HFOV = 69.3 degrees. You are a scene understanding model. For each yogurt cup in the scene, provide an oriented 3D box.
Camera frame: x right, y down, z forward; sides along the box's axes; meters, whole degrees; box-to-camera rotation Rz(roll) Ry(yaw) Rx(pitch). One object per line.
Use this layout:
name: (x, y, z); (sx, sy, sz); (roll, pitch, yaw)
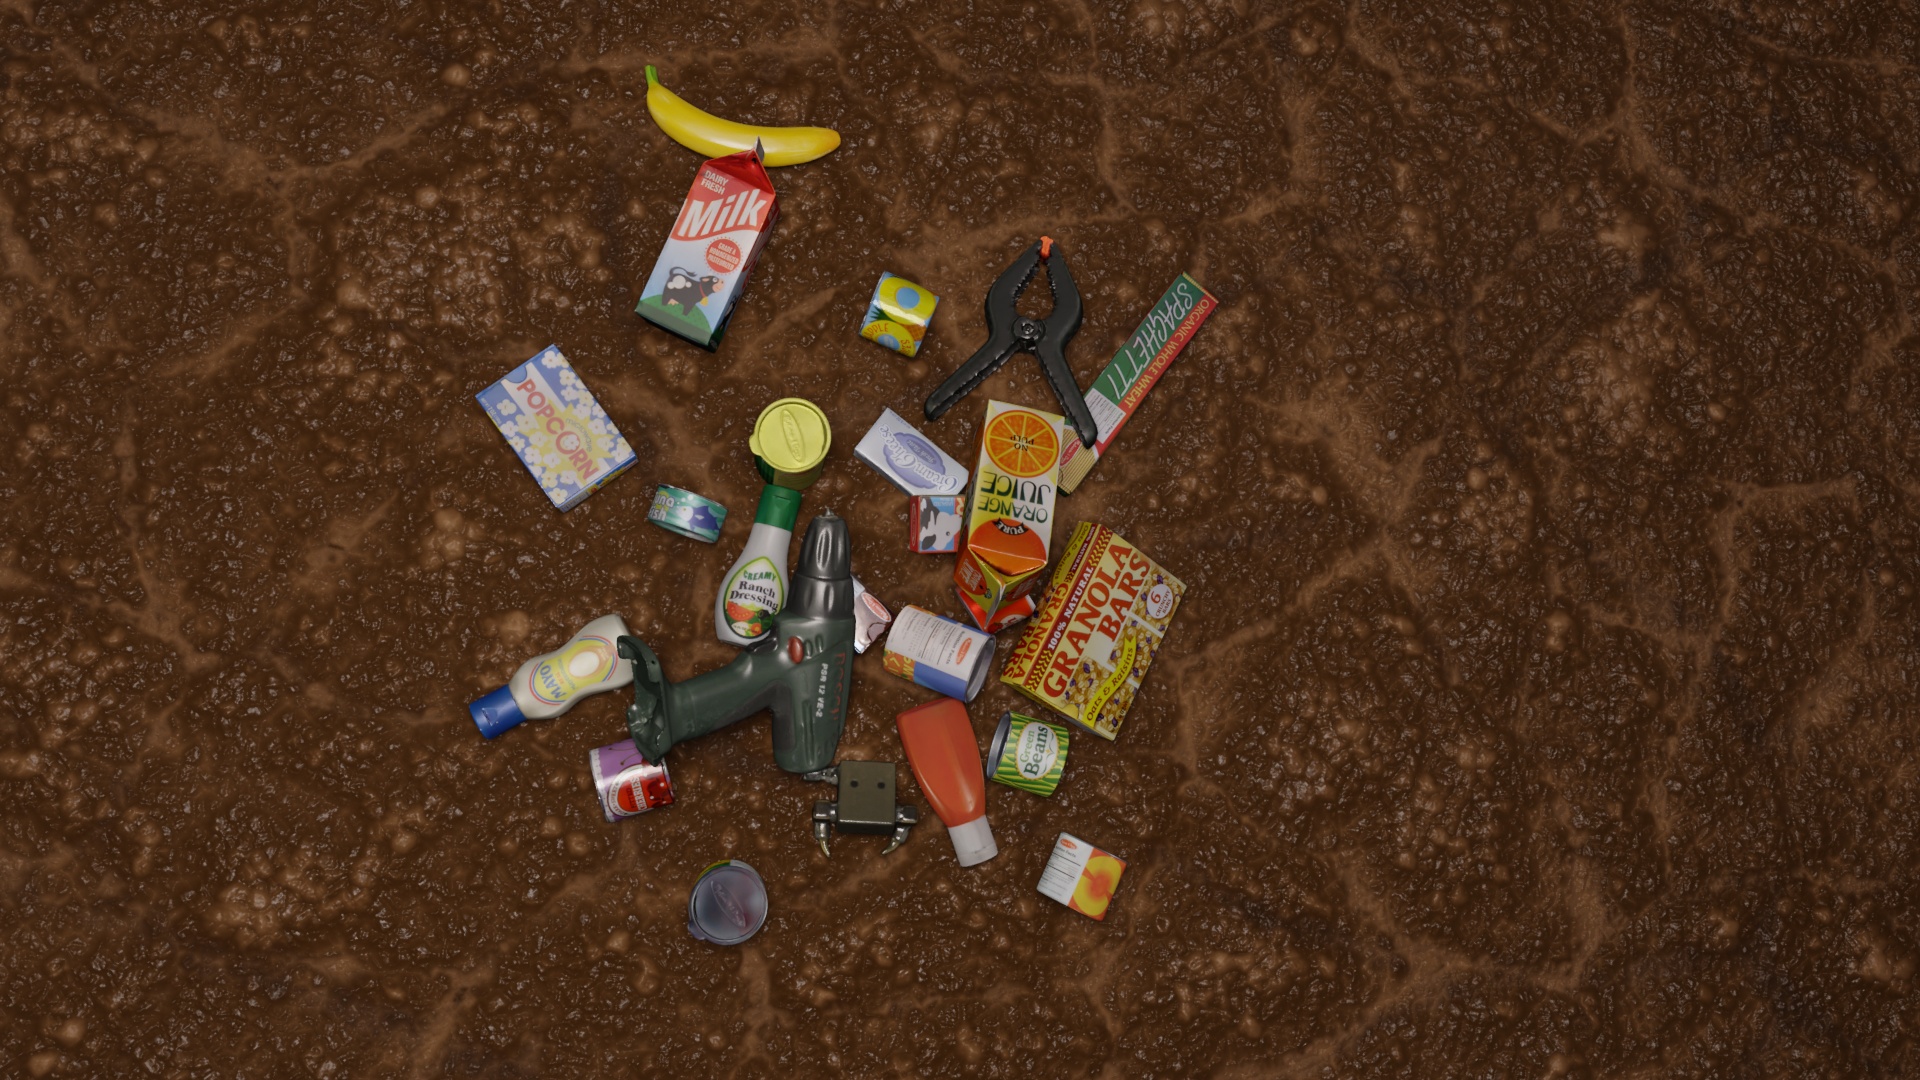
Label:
yogurt cup: (0.031, 0.053, 1.280); (0.054, 0.072, 0.072); (-33, 88, -3)

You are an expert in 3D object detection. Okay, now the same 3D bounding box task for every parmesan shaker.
parmesan shaker: (-0.155, -0.084, 1.249); (0.071, 0.103, 0.071); (1, 82, -9)

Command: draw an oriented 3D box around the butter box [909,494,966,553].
butter box: (0.005, -0.016, 1.287); (0.104, 0.024, 0.053); (-1, 96, -24)

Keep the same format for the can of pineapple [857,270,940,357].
can of pineapple: (-0.058, -0.210, 1.300); (0.058, 0.071, 0.071); (23, 80, -5)

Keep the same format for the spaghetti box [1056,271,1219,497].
spaghetti box: (0.159, -0.152, 1.344); (0.050, 0.028, 0.250); (39, 78, -2)

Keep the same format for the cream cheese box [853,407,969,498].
cream cheese box: (-0.045, -0.072, 1.305); (0.104, 0.024, 0.053); (38, 80, -2)

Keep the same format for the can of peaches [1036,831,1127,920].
can of peaches: (0.111, 0.304, 1.255); (0.071, 0.071, 0.058); (27, 79, -4)

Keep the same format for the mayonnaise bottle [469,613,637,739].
mayonnaise bottle: (-0.355, 0.124, 1.221); (0.148, 0.041, 0.065); (-29, 89, -12)

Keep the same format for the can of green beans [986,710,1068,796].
can of green beans: (0.061, 0.194, 1.262); (0.058, 0.071, 0.071); (18, 80, -6)

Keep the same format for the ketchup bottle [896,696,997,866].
ketchup bottle: (-0.007, 0.219, 1.259); (0.065, 0.043, 0.149); (-18, 85, -14)

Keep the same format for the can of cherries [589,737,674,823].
can of cherries: (-0.284, 0.207, 1.205); (0.058, 0.071, 0.071); (-15, 85, -11)

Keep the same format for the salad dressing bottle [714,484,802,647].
salad dressing bottle: (-0.180, 0.024, 1.260); (0.064, 0.044, 0.148); (15, 80, -9)

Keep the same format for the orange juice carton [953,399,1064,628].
orange juice carton: (0.040, -0.021, 1.230); (0.073, 0.071, 0.193); (12, 63, -7)

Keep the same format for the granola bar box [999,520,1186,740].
granola bar box: (0.125, 0.083, 1.275); (0.124, 0.039, 0.166); (34, 77, -31)

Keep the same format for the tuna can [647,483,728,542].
tuna can: (-0.246, -0.024, 1.244); (0.071, 0.071, 0.033); (19, 81, -6)

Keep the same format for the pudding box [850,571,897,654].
pudding box: (-0.105, 0.060, 1.274); (0.083, 0.030, 0.050); (44, 77, -1)

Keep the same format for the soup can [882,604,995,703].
soup can: (-0.019, 0.103, 1.254); (0.084, 0.071, 0.071); (20, 79, 15)

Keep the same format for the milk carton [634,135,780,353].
milk carton: (-0.221, -0.274, 1.267); (0.073, 0.072, 0.190); (25, 88, -5)

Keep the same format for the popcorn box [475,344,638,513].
popcorn box: (-0.362, -0.100, 1.253); (0.085, 0.038, 0.126); (-37, 89, -10)

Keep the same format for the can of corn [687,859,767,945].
can of corn: (-0.204, 0.315, 1.208); (0.071, 0.058, 0.071); (1, 82, -9)
